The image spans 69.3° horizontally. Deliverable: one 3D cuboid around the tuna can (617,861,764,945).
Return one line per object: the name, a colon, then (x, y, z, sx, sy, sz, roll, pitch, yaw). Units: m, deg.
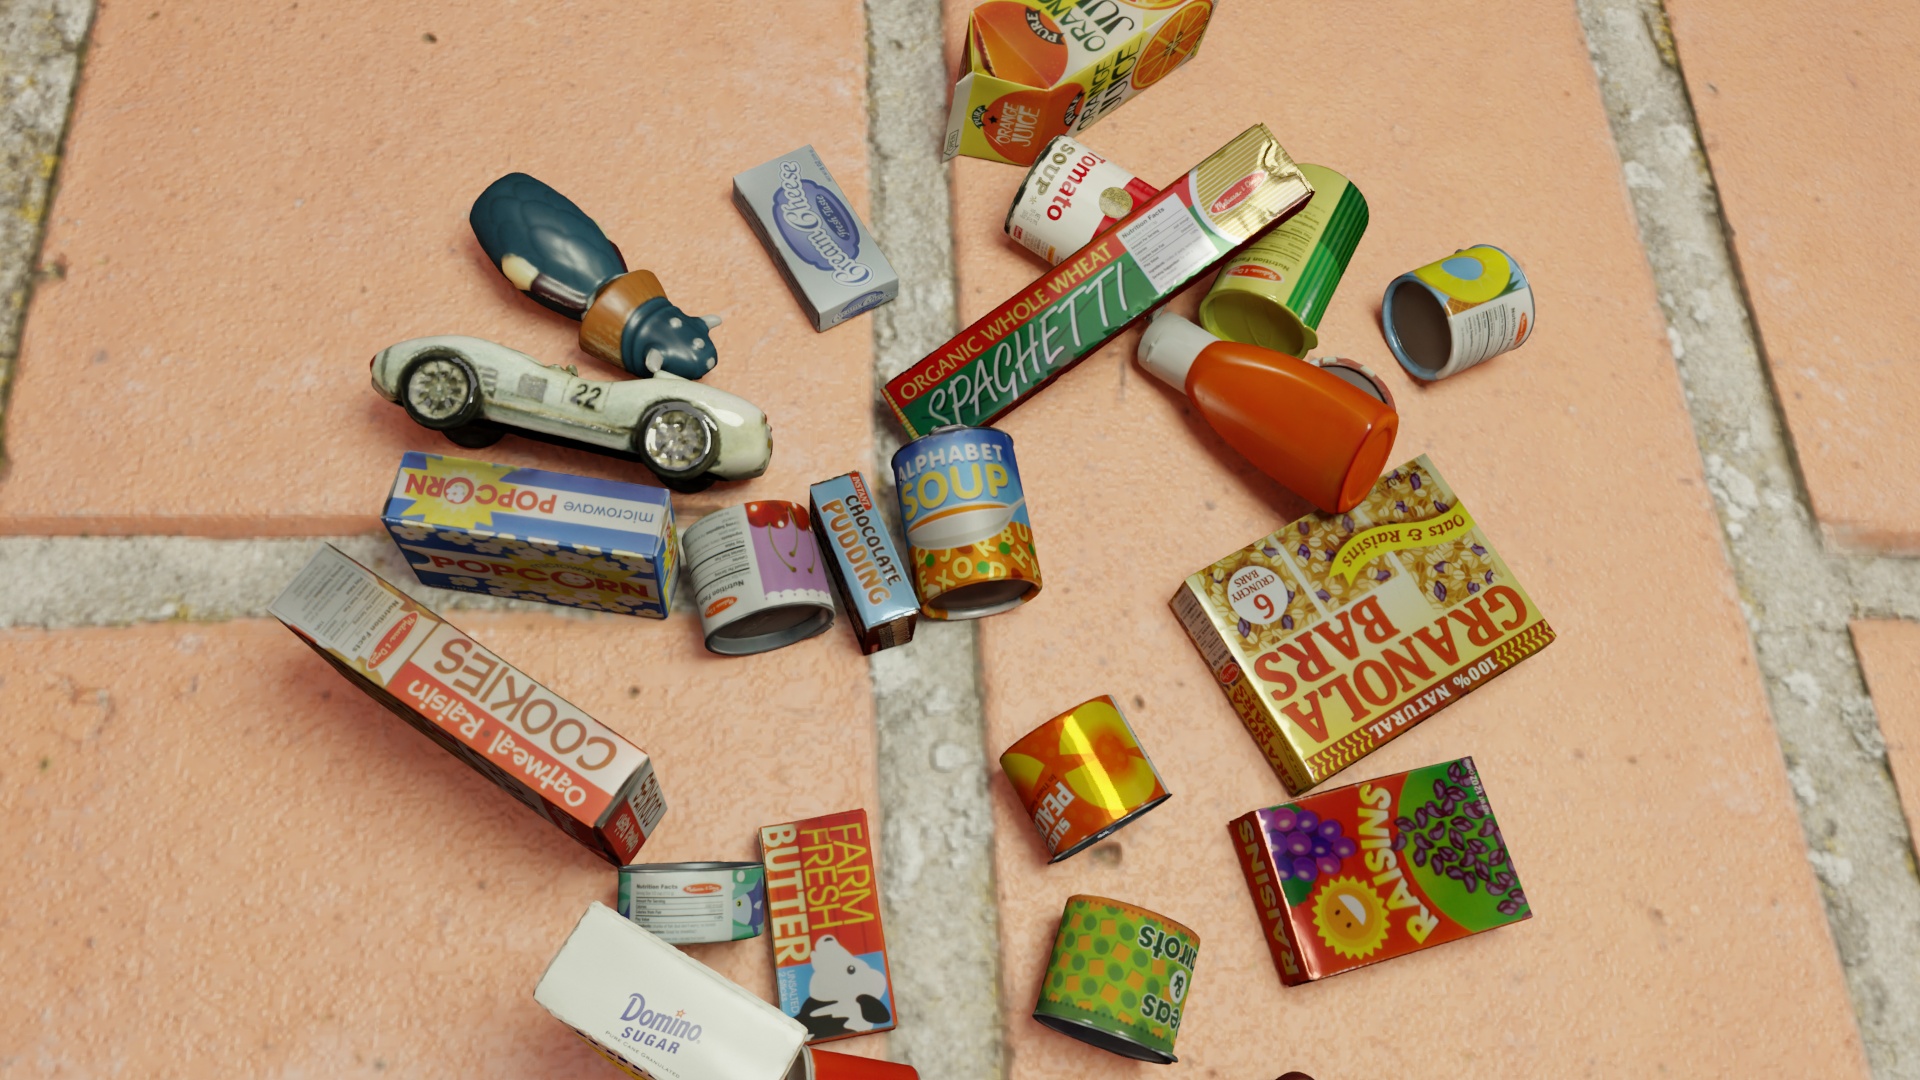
tuna can: (-0.122, 0.164, 0.633, 0.071, 0.071, 0.033, 0, 80, -8)

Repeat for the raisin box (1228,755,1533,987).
raisin box: (0.209, 0.164, 0.695, 0.123, 0.040, 0.086, -11, 71, -14)

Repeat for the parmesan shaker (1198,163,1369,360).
parmesan shaker: (0.192, -0.159, 0.807, 0.071, 0.071, 0.103, 29, 67, 4)

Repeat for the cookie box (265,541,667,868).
cookie box: (-0.213, 0.080, 0.622, 0.167, 0.122, 0.040, 33, 69, 5)

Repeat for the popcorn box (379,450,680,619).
popcorn box: (-0.204, -0.001, 0.676, 0.127, 0.085, 0.038, 8, 67, -4)

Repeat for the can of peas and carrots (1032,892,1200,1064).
can of peas and carrots: (0.075, 0.203, 0.643, 0.071, 0.070, 0.059, 20, 67, 0)

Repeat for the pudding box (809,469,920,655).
pudding box: (-0.050, 0.012, 0.713, 0.030, 0.049, 0.084, -19, 72, -13)

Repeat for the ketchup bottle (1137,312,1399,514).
ketchup bottle: (0.162, -0.076, 0.757, 0.044, 0.064, 0.149, -19, 46, -41)

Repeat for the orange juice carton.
orange juice carton: (0.064, -0.298, 0.843, 0.193, 0.071, 0.073, -38, 78, -20)

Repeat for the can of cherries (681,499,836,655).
can of cherries: (-0.100, 0.019, 0.697, 0.071, 0.071, 0.058, -13, 70, -13)

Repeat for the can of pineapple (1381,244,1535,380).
can of pineapple: (0.289, -0.134, 0.813, 0.058, 0.070, 0.071, -22, 73, -16)

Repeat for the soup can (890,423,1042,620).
soup can: (0.003, -0.009, 0.717, 0.071, 0.071, 0.084, -7, 70, -11)

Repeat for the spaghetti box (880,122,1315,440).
spaghetti box: (0.072, -0.131, 0.750, 0.250, 0.028, 0.050, -35, 84, 3)

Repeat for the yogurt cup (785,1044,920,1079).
yogurt cup: (-0.048, 0.258, 0.608, 0.054, 0.072, 0.072, 8, 67, -14)

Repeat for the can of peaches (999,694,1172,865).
can of peaches: (0.058, 0.116, 0.677, 0.071, 0.071, 0.058, -25, 73, -17)

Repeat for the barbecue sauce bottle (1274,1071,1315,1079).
barbecue sauce bottle: (0.115, 0.308, 0.621, 0.149, 0.043, 0.065, -31, 77, -18)

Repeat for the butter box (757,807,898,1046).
butter box: (-0.064, 0.182, 0.656, 0.053, 0.024, 0.104, -6, 69, -10)

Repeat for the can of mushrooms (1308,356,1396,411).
can of mushrooms: (0.214, -0.069, 0.793, 0.071, 0.033, 0.071, 3, 67, -7)

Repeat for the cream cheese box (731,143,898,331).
cream cheese box: (-0.084, -0.174, 0.797, 0.053, 0.024, 0.104, -28, 75, -16)

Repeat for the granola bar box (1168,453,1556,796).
granola bar box: (0.214, 0.043, 0.745, 0.166, 0.039, 0.124, -26, 73, -17)
